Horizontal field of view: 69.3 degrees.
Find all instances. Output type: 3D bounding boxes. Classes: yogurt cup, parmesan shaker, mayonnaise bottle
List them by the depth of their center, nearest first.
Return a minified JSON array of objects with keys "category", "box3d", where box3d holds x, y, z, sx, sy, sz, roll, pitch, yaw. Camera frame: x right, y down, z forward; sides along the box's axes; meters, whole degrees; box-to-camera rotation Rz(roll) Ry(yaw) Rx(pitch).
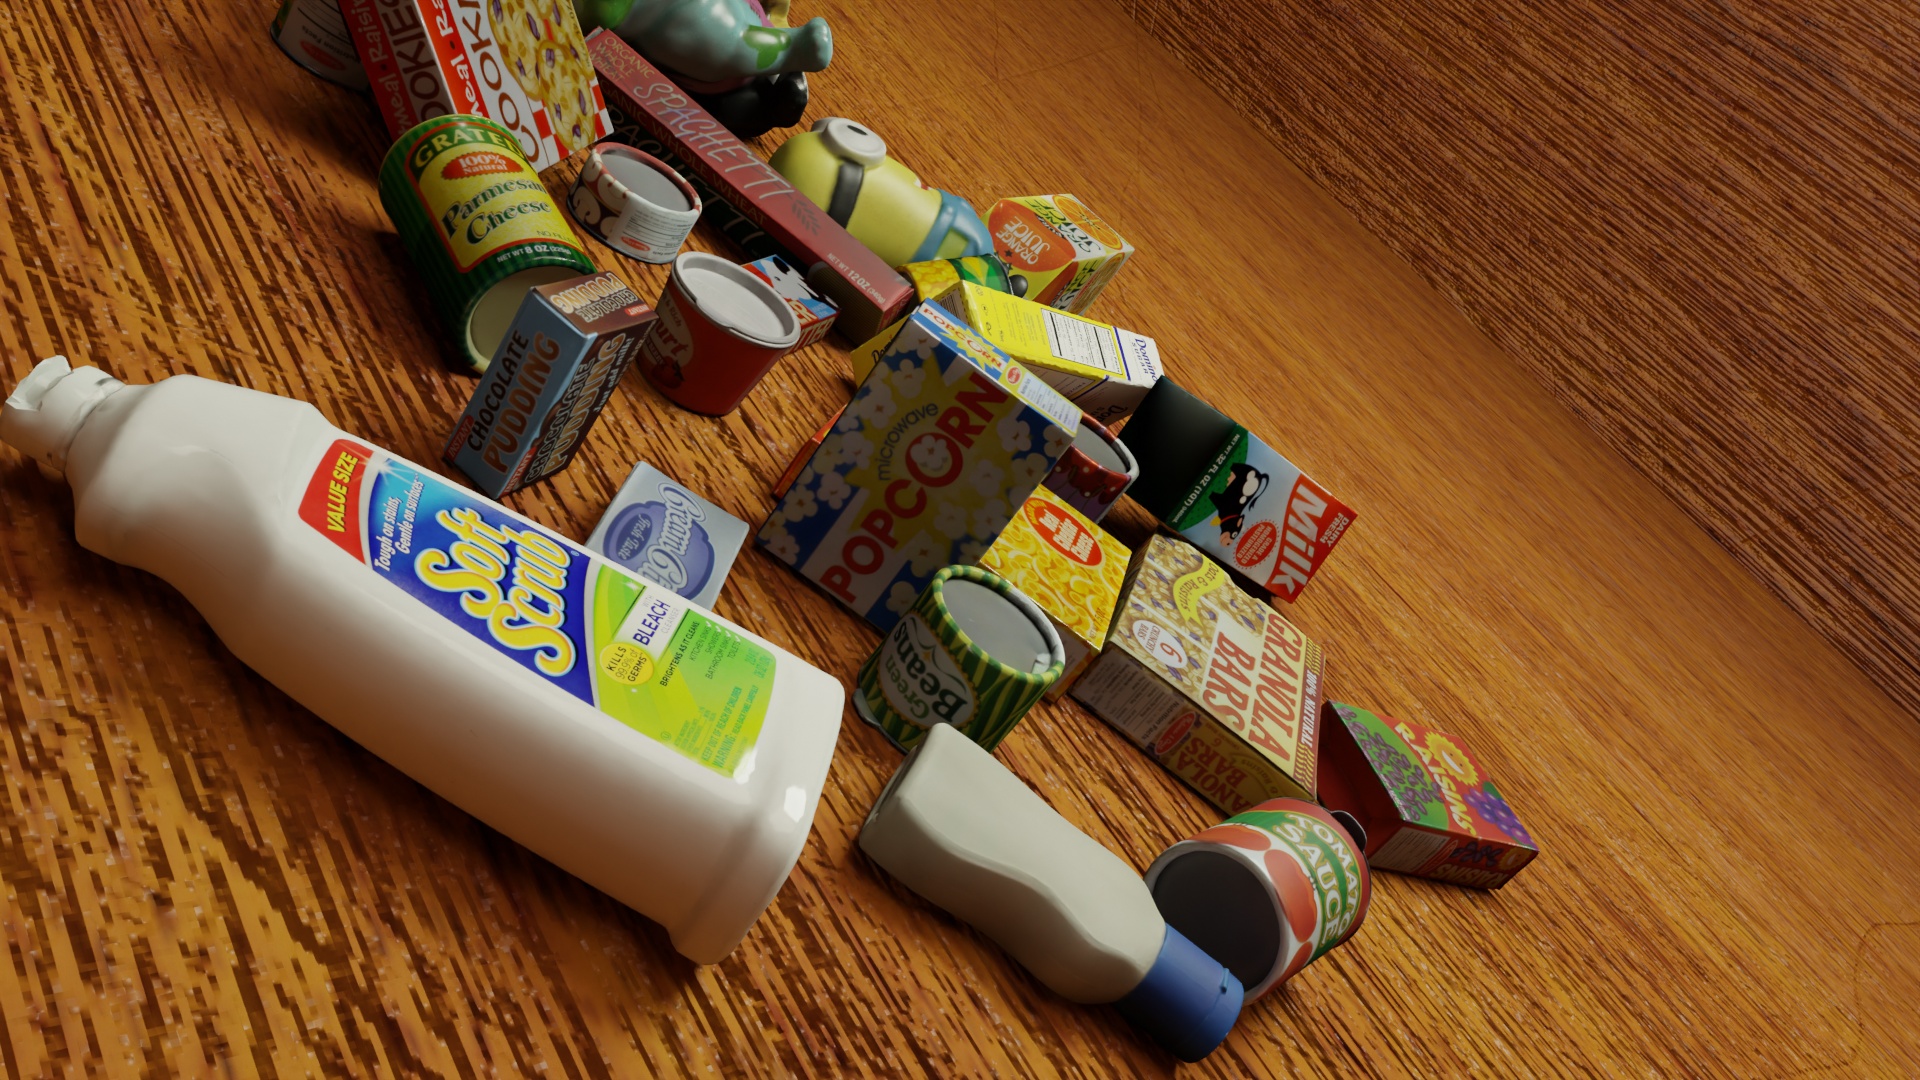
[{"category":"mayonnaise bottle","box3d":[0.035,0.132,0.508,0.148,0.041,0.065,38,27,-2]},{"category":"parmesan shaker","box3d":[-0.198,-0.127,0.599,0.071,0.071,0.103,4,42,-49]},{"category":"yogurt cup","box3d":[-0.119,-0.097,0.667,0.072,0.053,0.073,30,27,-17]}]

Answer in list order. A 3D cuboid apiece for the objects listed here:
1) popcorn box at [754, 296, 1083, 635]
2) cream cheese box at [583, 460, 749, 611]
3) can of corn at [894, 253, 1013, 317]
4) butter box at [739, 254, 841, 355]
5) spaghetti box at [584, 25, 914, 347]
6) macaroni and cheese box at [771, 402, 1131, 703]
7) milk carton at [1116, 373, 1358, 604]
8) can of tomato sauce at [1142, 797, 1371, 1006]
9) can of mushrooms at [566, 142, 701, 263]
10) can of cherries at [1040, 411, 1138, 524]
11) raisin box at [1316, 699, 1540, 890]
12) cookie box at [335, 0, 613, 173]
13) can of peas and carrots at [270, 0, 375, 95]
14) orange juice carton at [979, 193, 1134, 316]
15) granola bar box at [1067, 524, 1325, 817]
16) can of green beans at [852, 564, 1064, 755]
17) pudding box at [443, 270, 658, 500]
[{"category":"popcorn box","box3d":[-0.019,-0.027,0.598,0.085,0.126,0.038,36,22,-5]},{"category":"cream cheese box","box3d":[-0.118,0.012,0.526,0.053,0.024,0.104,32,27,-12]},{"category":"can of corn","box3d":[-0.007,-0.139,0.840,0.058,0.070,0.071,-11,47,-20]},{"category":"butter box","box3d":[-0.109,-0.125,0.759,0.053,0.024,0.104,38,26,2]},{"category":"spaghetti box","box3d":[-0.134,-0.208,0.827,0.250,0.050,0.029,41,62,6]},{"category":"macaroni and cheese box","box3d":[0.002,-0.009,0.692,0.166,0.040,0.124,37,25,-3]},{"category":"milk carton","box3d":[0.177,-0.022,0.861,0.190,0.072,0.073,29,10,-43]},{"category":"can of tomato sauce","box3d":[0.121,0.144,0.562,0.083,0.071,0.071,-4,48,-53]},{"category":"can of mushrooms","box3d":[-0.179,-0.186,0.759,0.071,0.033,0.071,29,28,-17]},{"category":"can of cherries","box3d":[0.056,-0.038,0.785,0.071,0.058,0.072,30,27,-17]},{"category":"raisin box","box3d":[0.248,0.141,0.762,0.123,0.040,0.086,17,32,-34]},{"category":"cookie box","box3d":[-0.239,-0.245,0.694,0.168,0.040,0.122,-74,153,-62]},{"category":"can of peas and carrots","box3d":[-0.306,-0.272,0.708,0.071,0.058,0.071,30,27,-17]},{"category":"orange juice carton","box3d":[0.056,-0.208,1.044,0.072,0.072,0.193,43,27,9]},{"category":"granola bar box","box3d":[0.131,0.067,0.732,0.124,0.039,0.166,38,26,0]},{"category":"can of green beans","box3d":[0.001,0.052,0.572,0.071,0.057,0.071,29,27,-17]},{"category":"pudding box","box3d":[-0.156,-0.059,0.526,0.030,0.083,0.050,41,26,4]}]
